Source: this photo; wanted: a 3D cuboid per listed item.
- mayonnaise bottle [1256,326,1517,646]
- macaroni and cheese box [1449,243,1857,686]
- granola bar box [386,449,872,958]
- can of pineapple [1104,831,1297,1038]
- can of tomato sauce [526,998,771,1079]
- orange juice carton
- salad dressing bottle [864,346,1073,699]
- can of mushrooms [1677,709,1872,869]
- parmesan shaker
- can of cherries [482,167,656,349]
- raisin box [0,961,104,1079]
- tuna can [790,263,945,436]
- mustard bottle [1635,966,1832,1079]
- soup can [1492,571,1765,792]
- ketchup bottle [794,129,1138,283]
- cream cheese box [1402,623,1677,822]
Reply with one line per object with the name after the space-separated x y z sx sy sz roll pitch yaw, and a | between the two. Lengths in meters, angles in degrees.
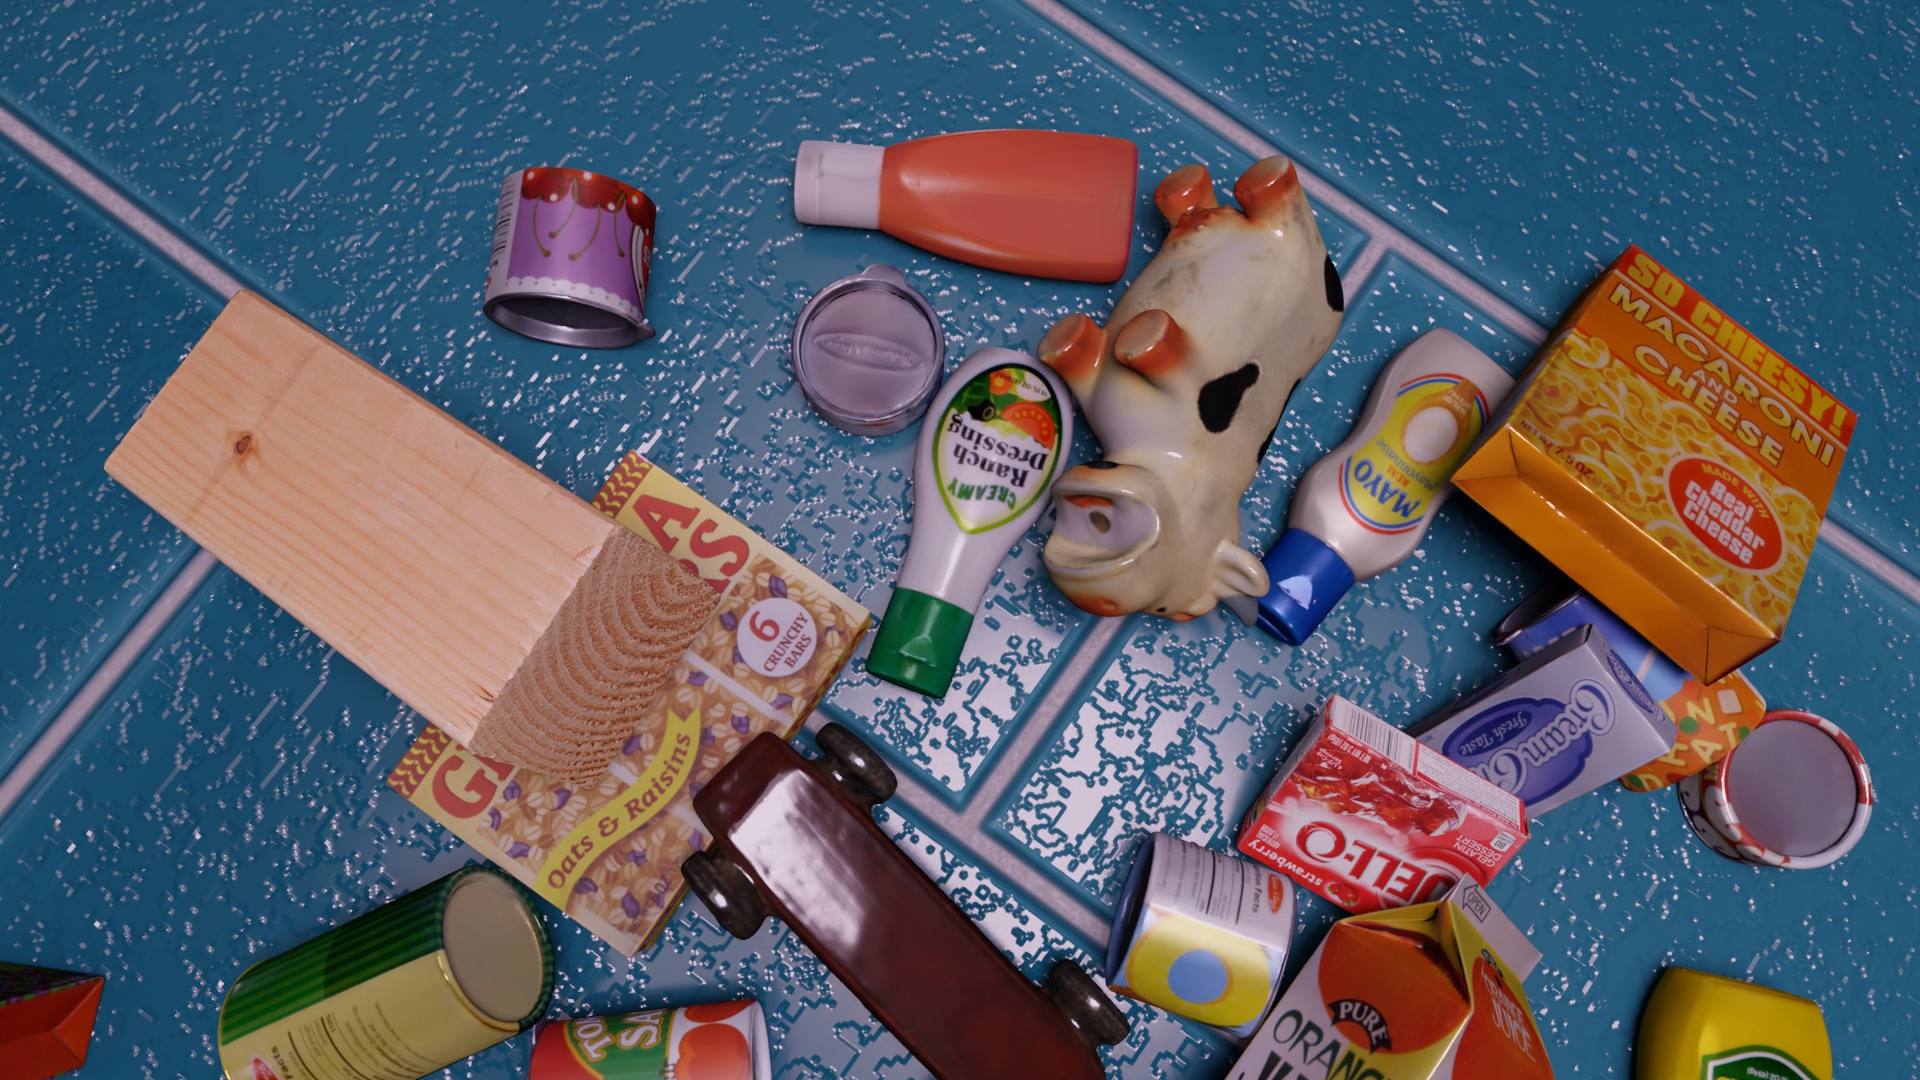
0.178 -0.020 0.598 0.065 0.041 0.148 41 81 5 | mayonnaise bottle
0.287 -0.038 0.567 0.124 0.040 0.167 41 51 8 | macaroni and cheese box
-0.133 0.065 0.576 0.124 0.039 0.166 34 81 5 | granola bar box
0.094 0.157 0.552 0.058 0.071 0.071 19 80 3 | can of pineapple
-0.118 0.213 0.536 0.083 0.071 0.071 -5 80 -3 | can of tomato sauce
0.153 0.219 0.525 0.071 0.073 0.193 43 80 -29 | orange juice carton
0.002 -0.007 0.590 0.064 0.044 0.148 21 80 -5 | salad dressing bottle
0.341 0.102 0.584 0.071 0.033 0.071 0 80 -1 | can of mushrooms
-0.213 0.174 0.527 0.103 0.071 0.071 -26 81 13 | parmesan shaker
-0.164 -0.120 0.597 0.071 0.071 0.058 4 79 -1 | can of cherries
-0.412 0.181 0.524 0.123 0.086 0.040 7 82 0 | raisin box
-0.039 -0.083 0.609 0.071 0.032 0.071 0 80 -1 | tuna can
0.299 0.255 0.547 0.065 0.048 0.160 11 79 2 | mustard bottle
0.274 0.053 0.575 0.071 0.071 0.084 -36 83 -7 | soup can
0.002 -0.153 0.617 0.149 0.043 0.065 6 80 0 | ketchup bottle
0.226 0.083 0.560 0.103 0.024 0.053 -42 83 35 | cream cheese box
